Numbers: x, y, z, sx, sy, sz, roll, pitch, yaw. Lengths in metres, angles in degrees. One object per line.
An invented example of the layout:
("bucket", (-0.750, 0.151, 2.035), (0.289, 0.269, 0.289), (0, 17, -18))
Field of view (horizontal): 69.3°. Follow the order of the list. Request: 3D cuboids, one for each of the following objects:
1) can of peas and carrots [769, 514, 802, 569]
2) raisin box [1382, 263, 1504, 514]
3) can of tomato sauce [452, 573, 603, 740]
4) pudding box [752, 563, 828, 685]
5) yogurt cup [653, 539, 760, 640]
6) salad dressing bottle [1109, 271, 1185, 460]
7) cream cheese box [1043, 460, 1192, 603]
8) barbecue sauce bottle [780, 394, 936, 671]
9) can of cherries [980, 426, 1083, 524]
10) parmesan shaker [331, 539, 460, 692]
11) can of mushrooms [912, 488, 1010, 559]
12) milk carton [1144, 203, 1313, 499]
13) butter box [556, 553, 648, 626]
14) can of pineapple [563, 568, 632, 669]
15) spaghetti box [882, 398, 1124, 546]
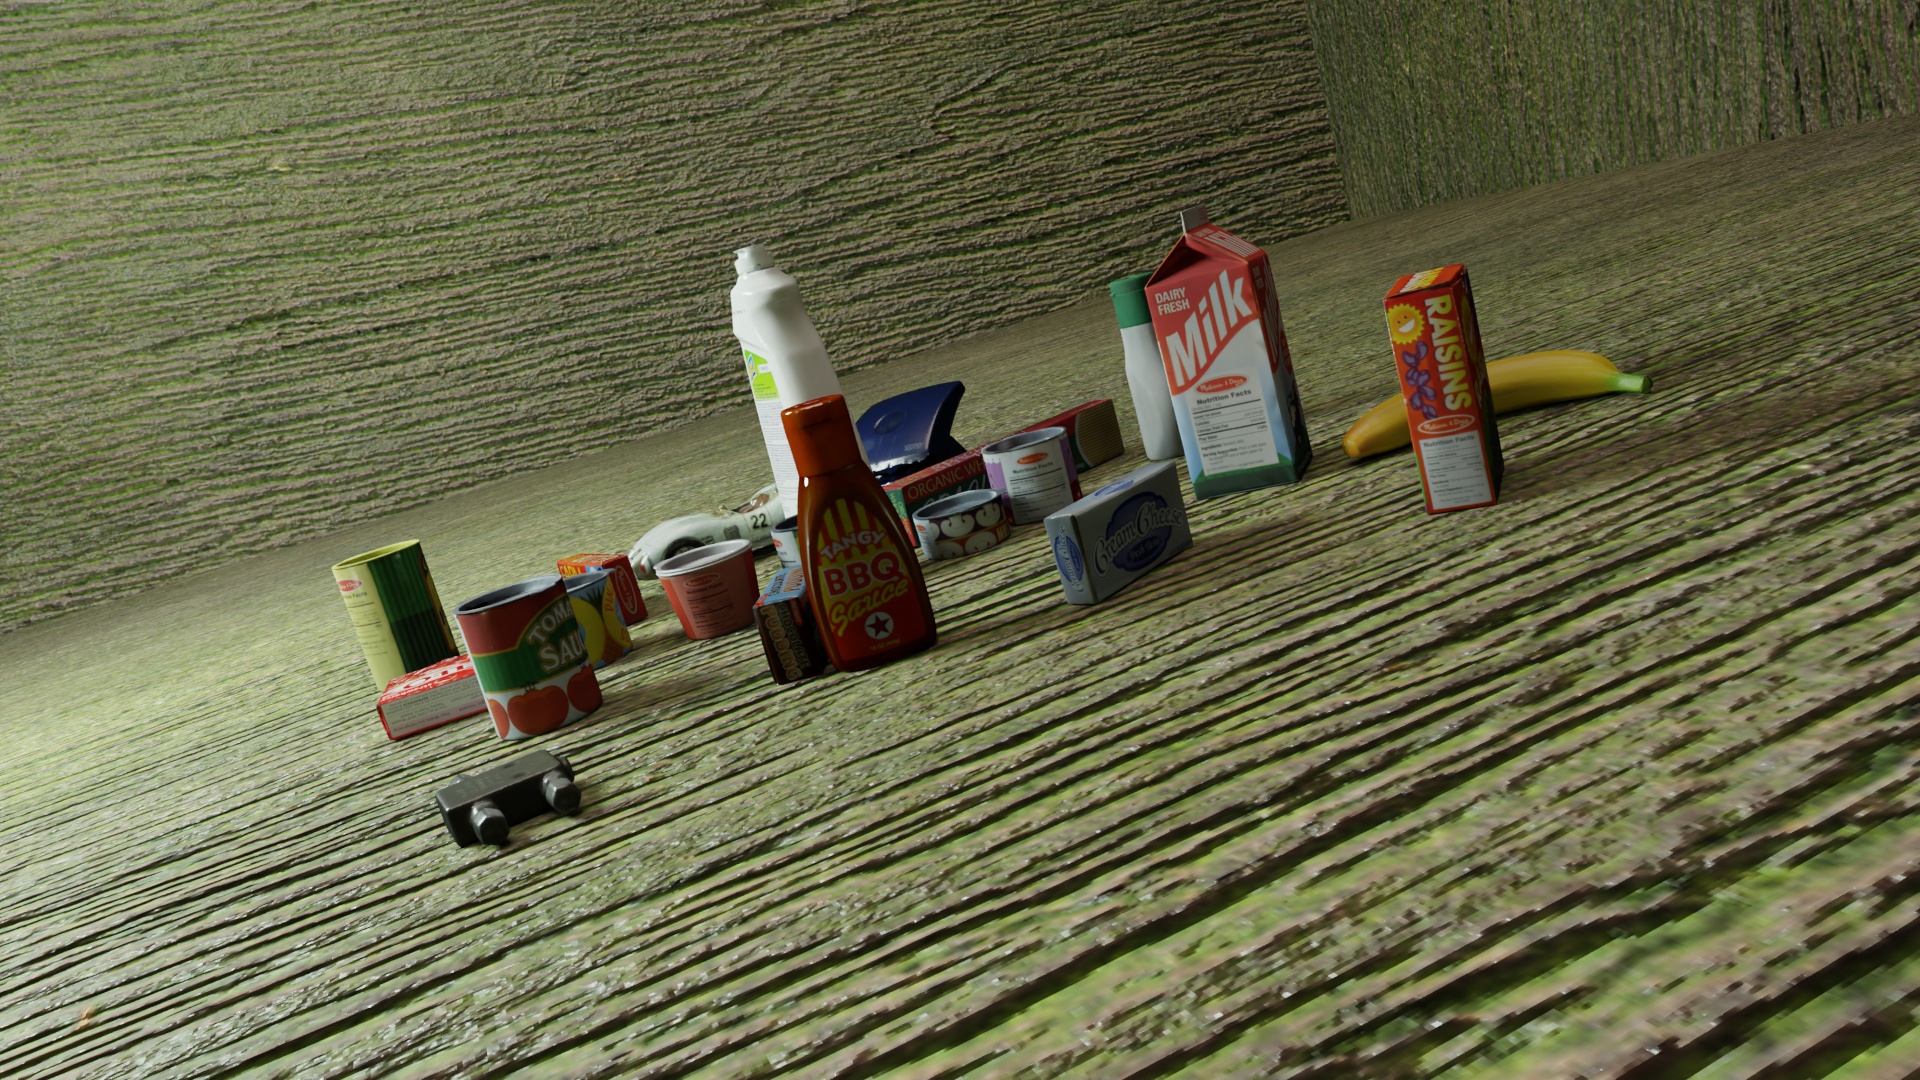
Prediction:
("can of peas and carrots", (-0.090, 0.009, 0.965), (0.071, 0.058, 0.071), (-15, 11, 3))
("raisin box", (0.271, -0.086, 0.773), (0.040, 0.123, 0.086), (-10, 13, 28))
("can of tomato sauce", (-0.259, 0.070, 0.841), (0.071, 0.083, 0.071), (-15, 11, 3))
("pudding box", (-0.096, 0.047, 0.817), (0.030, 0.049, 0.084), (-15, 12, 6))
("yogurt cup", (-0.170, 0.035, 0.960), (0.072, 0.054, 0.072), (-15, 11, 3))
("salad dressing bottle", (0.155, -0.141, 1.120), (0.044, 0.147, 0.064), (-17, 11, -5))
("cream cheese box", (0.094, -0.005, 0.801), (0.024, 0.053, 0.104), (-5, 16, 45))
("barbecue sauce bottle", (-0.062, -0.006, 0.771), (0.065, 0.148, 0.044), (-17, 11, -5))
("can of cherries", (0.055, -0.049, 1.044), (0.071, 0.058, 0.071), (-15, 11, 3))
("parmesan shaker", (-0.439, 0.058, 1.081), (0.071, 0.103, 0.071), (-15, 11, 3))
("can of mushrooms", (0.004, -0.013, 1.003), (0.071, 0.033, 0.071), (-15, 12, 3))
("milk carton", (0.179, -0.132, 0.943), (0.073, 0.190, 0.072), (-11, 12, 25))
("butter box", (-0.284, 0.038, 1.097), (0.024, 0.053, 0.103), (-23, 14, -33))
("can of pineapple", (-0.267, 0.058, 0.969), (0.071, 0.057, 0.071), (-15, 11, 3))
("spaghetti box", (0.039, -0.057, 1.124), (0.251, 0.050, 0.028), (-25, 14, -38))
